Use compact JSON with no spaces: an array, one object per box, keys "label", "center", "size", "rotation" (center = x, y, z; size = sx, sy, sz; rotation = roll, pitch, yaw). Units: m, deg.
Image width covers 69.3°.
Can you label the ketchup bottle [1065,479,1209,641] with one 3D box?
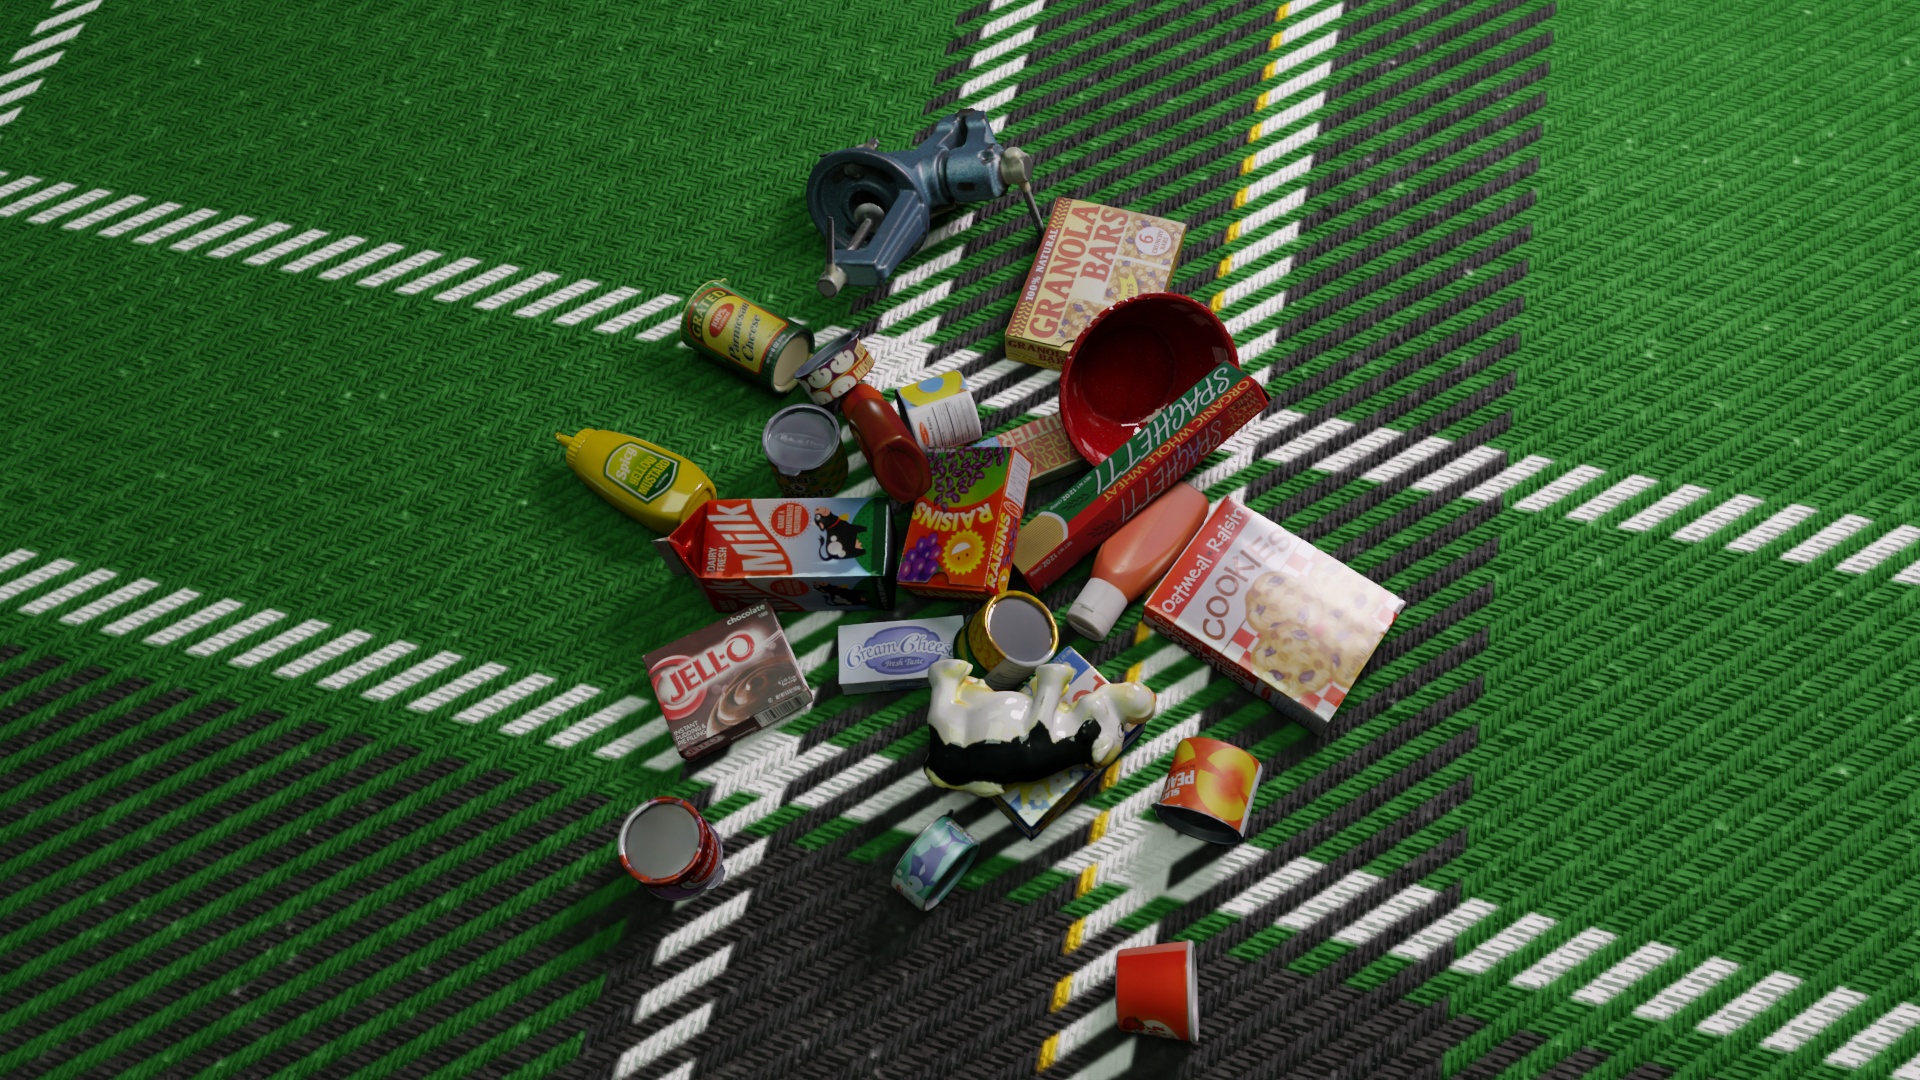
[{"label":"ketchup bottle","center":[0.140,0.014,1.133],"size":[0.065,0.043,0.149],"rotation":[27,68,26]}]

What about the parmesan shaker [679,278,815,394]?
[{"label":"parmesan shaker","center":[-0.189,-0.184,1.243],"size":[0.103,0.071,0.071],"rotation":[29,69,17]}]

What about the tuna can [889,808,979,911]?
[{"label":"tuna can","center":[-0.017,0.235,1.018],"size":[0.033,0.070,0.071],"rotation":[37,71,18]}]

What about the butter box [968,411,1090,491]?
[{"label":"butter box","center":[0.056,-0.070,1.193],"size":[0.103,0.024,0.053],"rotation":[-22,64,-7]}]

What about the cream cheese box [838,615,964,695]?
[{"label":"cream cheese box","center":[-0.046,0.092,1.117],"size":[0.104,0.024,0.053],"rotation":[-5,61,1]}]

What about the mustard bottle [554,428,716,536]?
[{"label":"mustard bottle","center":[-0.290,-0.059,1.197],"size":[0.160,0.048,0.065],"rotation":[25,66,16]}]

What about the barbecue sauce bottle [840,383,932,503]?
[{"label":"barbecue sauce bottle","center":[-0.067,-0.089,1.164],"size":[0.044,0.064,0.149],"rotation":[-31,33,-1]}]

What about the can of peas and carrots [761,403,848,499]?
[{"label":"can of peas and carrots","center":[-0.132,-0.072,1.188],"size":[0.071,0.058,0.071],"rotation":[-2,64,4]}]

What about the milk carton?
[{"label":"milk carton","center":[-0.151,0.013,1.138],"size":[0.191,0.072,0.074],"rotation":[-1,64,4]}]

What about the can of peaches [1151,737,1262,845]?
[{"label":"can of peaches","center":[0.183,0.184,1.029],"size":[0.071,0.071,0.058],"rotation":[18,65,13]}]

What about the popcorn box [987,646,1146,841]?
[{"label":"popcorn box","center":[0.070,0.154,1.069],"size":[0.127,0.038,0.085],"rotation":[-41,68,-16]}]

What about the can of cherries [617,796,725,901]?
[{"label":"can of cherries","center":[-0.214,0.231,1.038],"size":[0.071,0.058,0.072],"rotation":[-2,63,4]}]

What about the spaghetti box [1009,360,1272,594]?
[{"label":"spaghetti box","center":[0.142,-0.053,1.136],"size":[0.250,0.028,0.050],"rotation":[-40,37,-1]}]

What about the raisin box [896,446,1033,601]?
[{"label":"raisin box","center":[0.004,-0.014,1.133],"size":[0.086,0.040,0.123],"rotation":[3,71,31]}]

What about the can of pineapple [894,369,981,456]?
[{"label":"can of pineapple","center":[-0.020,-0.108,1.195],"size":[0.058,0.070,0.071],"rotation":[-19,63,-6]}]

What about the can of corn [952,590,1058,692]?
[{"label":"can of corn","center":[0.034,0.078,1.086],"size":[0.071,0.058,0.071],"rotation":[13,57,-21]}]

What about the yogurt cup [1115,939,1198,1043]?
[{"label":"yogurt cup","center":[0.137,0.314,0.970],"size":[0.054,0.072,0.072],"rotation":[-3,63,12]}]

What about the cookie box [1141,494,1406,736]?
[{"label":"cookie box","center":[0.247,0.057,1.106],"size":[0.168,0.040,0.123],"rotation":[33,70,18]}]

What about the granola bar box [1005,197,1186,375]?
[{"label":"granola bar box","center":[0.124,-0.228,1.260],"size":[0.124,0.039,0.166],"rotation":[15,65,11]}]

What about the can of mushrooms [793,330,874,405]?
[{"label":"can of mushrooms","center":[-0.109,-0.152,1.220],"size":[0.071,0.071,0.033],"rotation":[-42,109,-16]}]
